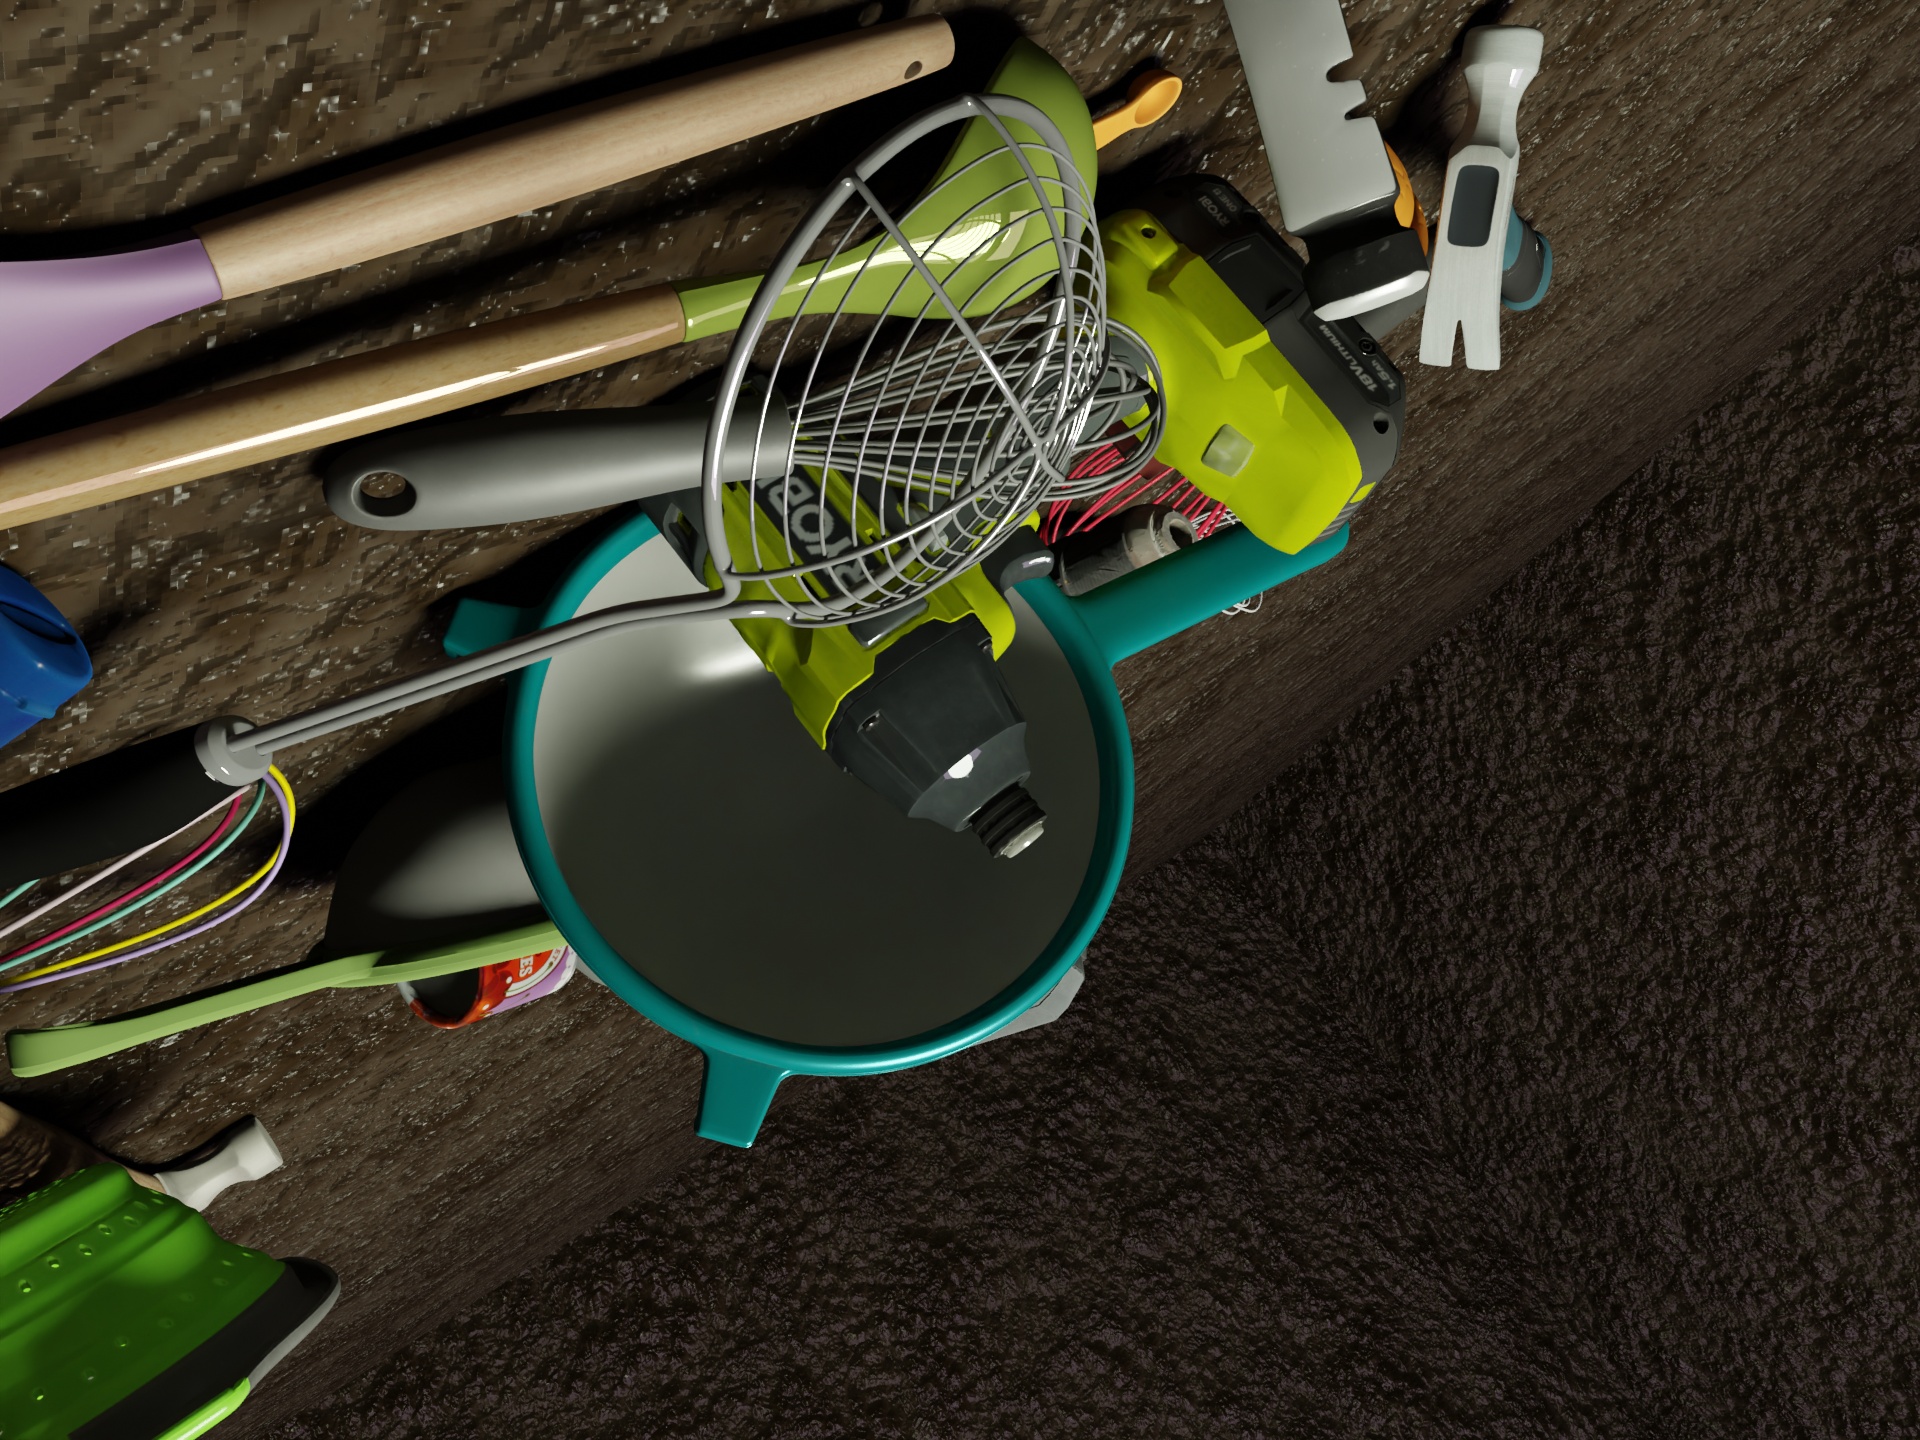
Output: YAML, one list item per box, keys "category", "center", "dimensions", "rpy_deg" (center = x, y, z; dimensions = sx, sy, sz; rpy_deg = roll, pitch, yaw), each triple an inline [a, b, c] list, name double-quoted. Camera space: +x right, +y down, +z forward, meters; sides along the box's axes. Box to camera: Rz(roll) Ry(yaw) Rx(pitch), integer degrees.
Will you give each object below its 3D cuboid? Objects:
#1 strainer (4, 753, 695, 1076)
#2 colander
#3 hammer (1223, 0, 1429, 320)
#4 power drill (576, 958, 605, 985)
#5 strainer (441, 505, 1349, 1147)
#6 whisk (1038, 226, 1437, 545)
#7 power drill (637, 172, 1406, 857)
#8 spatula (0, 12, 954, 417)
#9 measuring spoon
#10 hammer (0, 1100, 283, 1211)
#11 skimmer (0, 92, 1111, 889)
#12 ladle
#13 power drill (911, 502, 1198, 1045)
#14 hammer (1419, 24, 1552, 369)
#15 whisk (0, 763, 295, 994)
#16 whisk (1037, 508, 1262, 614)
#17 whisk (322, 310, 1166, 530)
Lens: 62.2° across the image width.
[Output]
- category: "strainer"
  center: [-0.207, 0.056, 0.565]
  dimensions: [0.151, 0.069, 0.256]
  rpy_deg: [-9, -177, 36]
- category: "colander"
  center: [-0.391, 0.250, 0.666]
  dimensions: [0.204, 0.094, 0.397]
  rpy_deg: [-29, -177, -32]
- category: "hammer"
  center: [0.137, -0.197, 0.554]
  dimensions: [0.034, 0.127, 0.337]
  rpy_deg: [-16, -175, 21]
- category: "power drill"
  center: [-0.118, 0.083, 0.821]
  dimensions: [0.143, 0.079, 0.219]
  rpy_deg: [21, 138, -31]
- category: "strainer"
  center: [-0.001, -0.002, 0.587]
  dimensions: [0.340, 0.211, 0.095]
  rpy_deg: [-26, 169, -25]
- category: "whisk"
  center: [0.149, -0.156, 0.794]
  dimensions: [0.296, 0.073, 0.073]
  rpy_deg: [-40, 168, -8]
- category: "power drill"
  center: [0.031, -0.072, 0.525]
  dimensions: [0.223, 0.171, 0.080]
  rpy_deg: [-35, 169, -21]
- category: "spatula"
  center: [-0.131, -0.101, 0.330]
  dimensions: [0.316, 0.018, 0.059]
  rpy_deg: [-29, 166, -25]
- category: "measuring spoon"
  center: [0.017, -0.172, 0.491]
  dimensions: [0.117, 0.011, 0.021]
  rpy_deg: [-31, 167, -7]
- category: "hammer"
  center: [-0.396, 0.199, 0.697]
  dimensions: [0.130, 0.031, 0.331]
  rpy_deg: [-31, 166, -21]
- category: "skimmer"
  center: [-0.132, -0.038, 0.394]
  dimensions: [0.363, 0.090, 0.127]
  rpy_deg: [-18, 163, 13]
- category: "ladle"
  center: [-0.099, -0.102, 0.386]
  dimensions: [0.320, 0.062, 0.078]
  rpy_deg: [-22, 165, -24]
- category: "power drill"
  center: [0.021, 0.017, 0.687]
  dimensions: [0.185, 0.084, 0.226]
  rpy_deg: [-29, -142, 45]
- category: "hammer"
  center: [0.263, -0.232, 0.769]
  dimensions: [0.331, 0.033, 0.128]
  rpy_deg: [-23, 122, -65]
- category: "whisk"
  center: [-0.311, 0.075, 0.466]
  dimensions: [0.245, 0.051, 0.047]
  rpy_deg: [-30, 146, -8]
- category: "whisk"
  center: [0.118, -0.098, 0.932]
  dimensions: [0.070, 0.070, 0.284]
  rpy_deg: [-42, 161, 27]
- category: "whisk"
  center: [-0.051, -0.077, 0.442]
  dimensions: [0.239, 0.055, 0.055]
  rpy_deg: [-10, 160, -16]
